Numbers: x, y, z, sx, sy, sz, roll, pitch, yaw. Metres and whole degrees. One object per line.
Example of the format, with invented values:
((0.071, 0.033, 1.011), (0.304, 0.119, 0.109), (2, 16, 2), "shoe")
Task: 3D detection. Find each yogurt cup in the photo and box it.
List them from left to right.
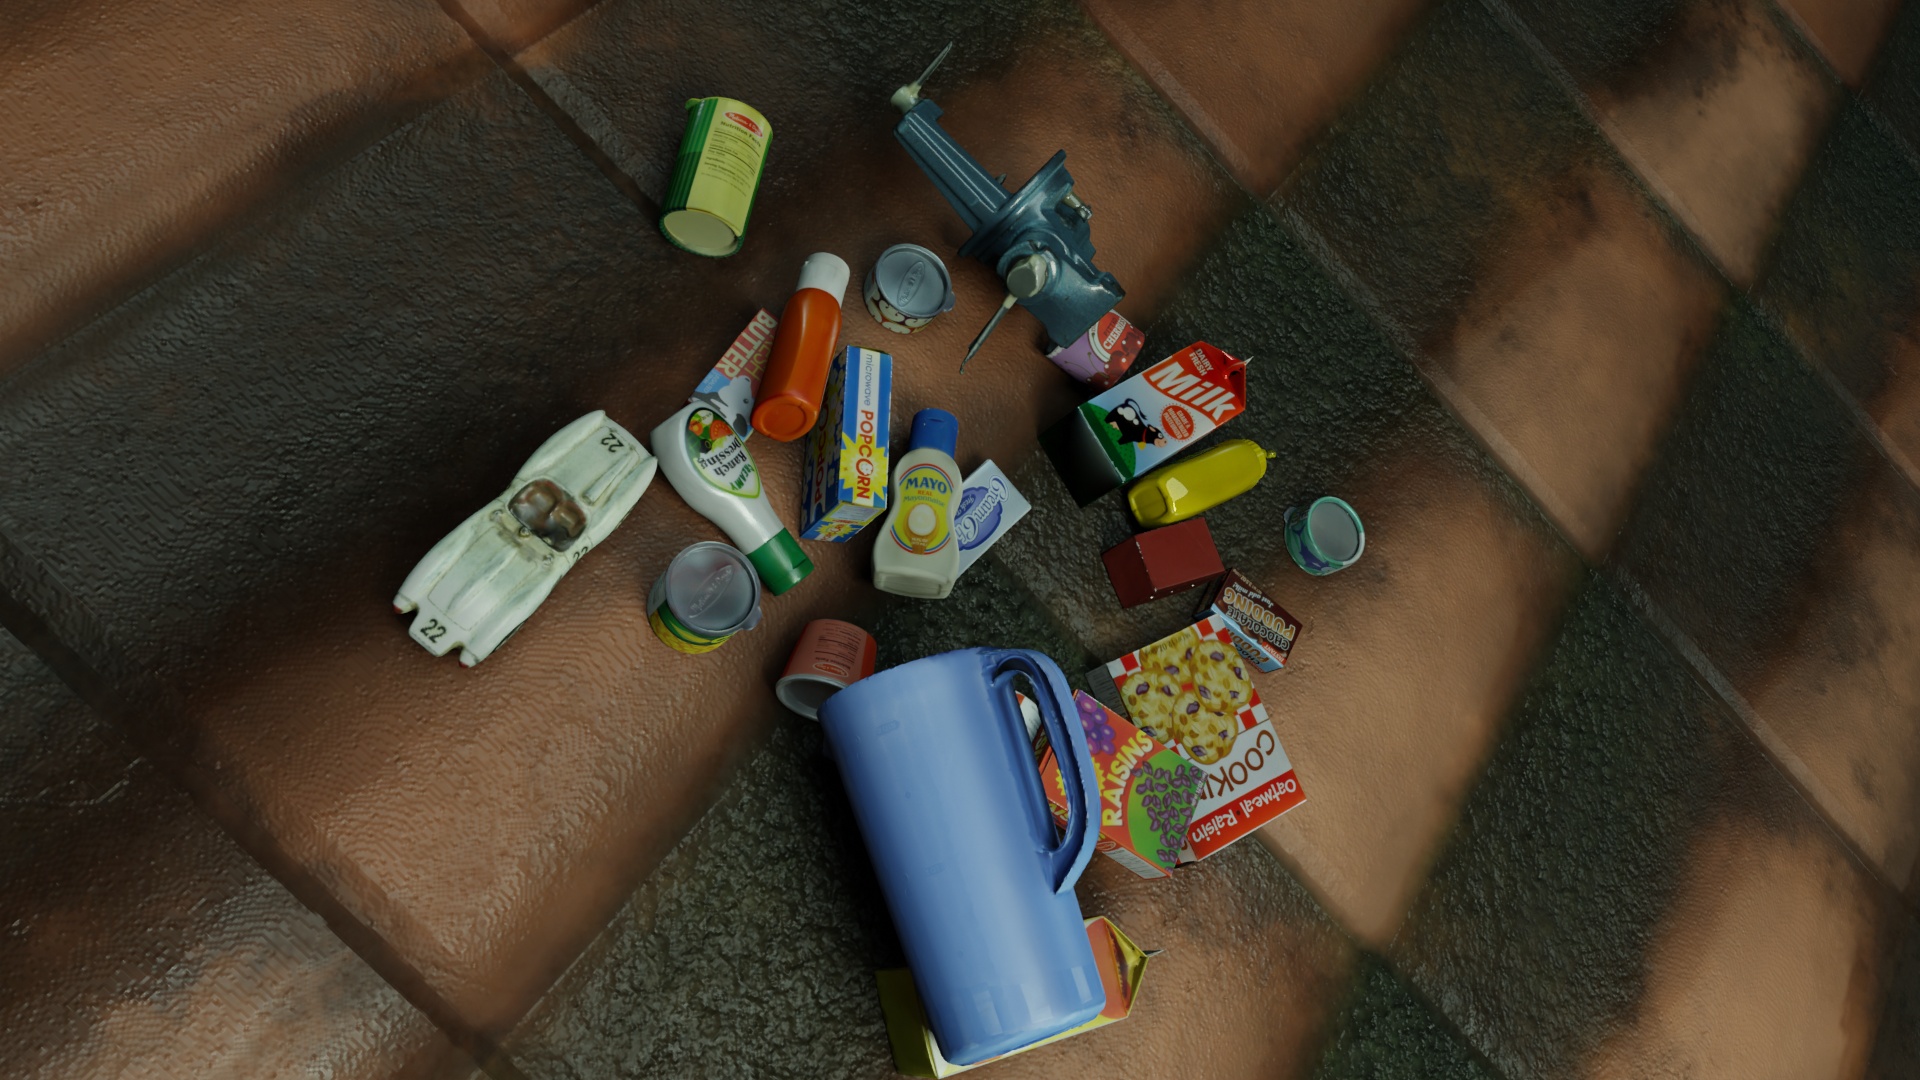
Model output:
((-0.092, 0.092, 0.984), (0.072, 0.072, 0.054), (25, 56, -17), "yogurt cup")

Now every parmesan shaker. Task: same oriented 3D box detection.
((-0.190, -0.277, 1.061), (0.071, 0.071, 0.103), (19, 66, -19), "parmesan shaker")

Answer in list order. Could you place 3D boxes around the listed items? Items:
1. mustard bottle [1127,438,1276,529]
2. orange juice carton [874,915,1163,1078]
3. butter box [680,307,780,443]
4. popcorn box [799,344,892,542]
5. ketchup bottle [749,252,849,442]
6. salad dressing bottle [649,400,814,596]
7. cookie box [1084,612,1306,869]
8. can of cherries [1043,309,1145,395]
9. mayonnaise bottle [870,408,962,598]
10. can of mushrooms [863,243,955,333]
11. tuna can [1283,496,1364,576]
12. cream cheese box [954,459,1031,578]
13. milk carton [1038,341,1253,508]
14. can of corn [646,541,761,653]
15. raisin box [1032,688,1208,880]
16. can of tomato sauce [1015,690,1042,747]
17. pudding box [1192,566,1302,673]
((0.215, -0.055, 1.186), (0.161, 0.065, 0.049), (-23, 89, -36), "mustard bottle")
((0.046, 0.311, 0.969), (0.193, 0.071, 0.073), (-7, 76, -28), "orange juice carton")
((-0.159, -0.122, 1.046), (0.053, 0.024, 0.104), (37, 61, -11), "butter box")
((-0.085, -0.071, 1.029), (0.038, 0.085, 0.127), (11, 68, -24), "popcorn box")
((-0.115, -0.148, 1.028), (0.043, 0.064, 0.149), (26, 55, -23), "ketchup bottle")
((-0.162, -0.029, 0.995), (0.147, 0.044, 0.064), (55, 39, -8), "salad dressing bottle")
((0.189, 0.158, 1.111), (0.123, 0.040, 0.167), (-20, 81, -30), "cookie box")
((0.114, -0.165, 1.167), (0.058, 0.071, 0.072), (37, 61, -11), "can of cherries")
((-0.028, -0.030, 1.043), (0.065, 0.041, 0.149), (8, 59, -2), "mayonnaise bottle")
((-0.041, -0.202, 1.126), (0.071, 0.033, 0.071), (9, 68, -23), "can of mushrooms")
((0.323, -0.006, 1.237), (0.071, 0.032, 0.071), (9, 69, -24), "tuna can")
((0.004, -0.014, 1.088), (0.053, 0.024, 0.104), (49, 59, -4), "cream cheese box")
((0.167, -0.106, 1.172), (0.191, 0.072, 0.073), (-30, 87, -31), "milk carton")
((-0.176, 0.042, 0.961), (0.071, 0.058, 0.071), (9, 69, -23), "can of corn")
((0.108, 0.176, 0.996), (0.123, 0.040, 0.086), (34, 62, -11), "raisin box")
((0.015, 0.153, 1.013), (0.071, 0.071, 0.083), (36, 61, -11), "can of tomato sauce")
((0.243, 0.068, 1.173), (0.083, 0.030, 0.050), (39, 61, -9), "pudding box")
